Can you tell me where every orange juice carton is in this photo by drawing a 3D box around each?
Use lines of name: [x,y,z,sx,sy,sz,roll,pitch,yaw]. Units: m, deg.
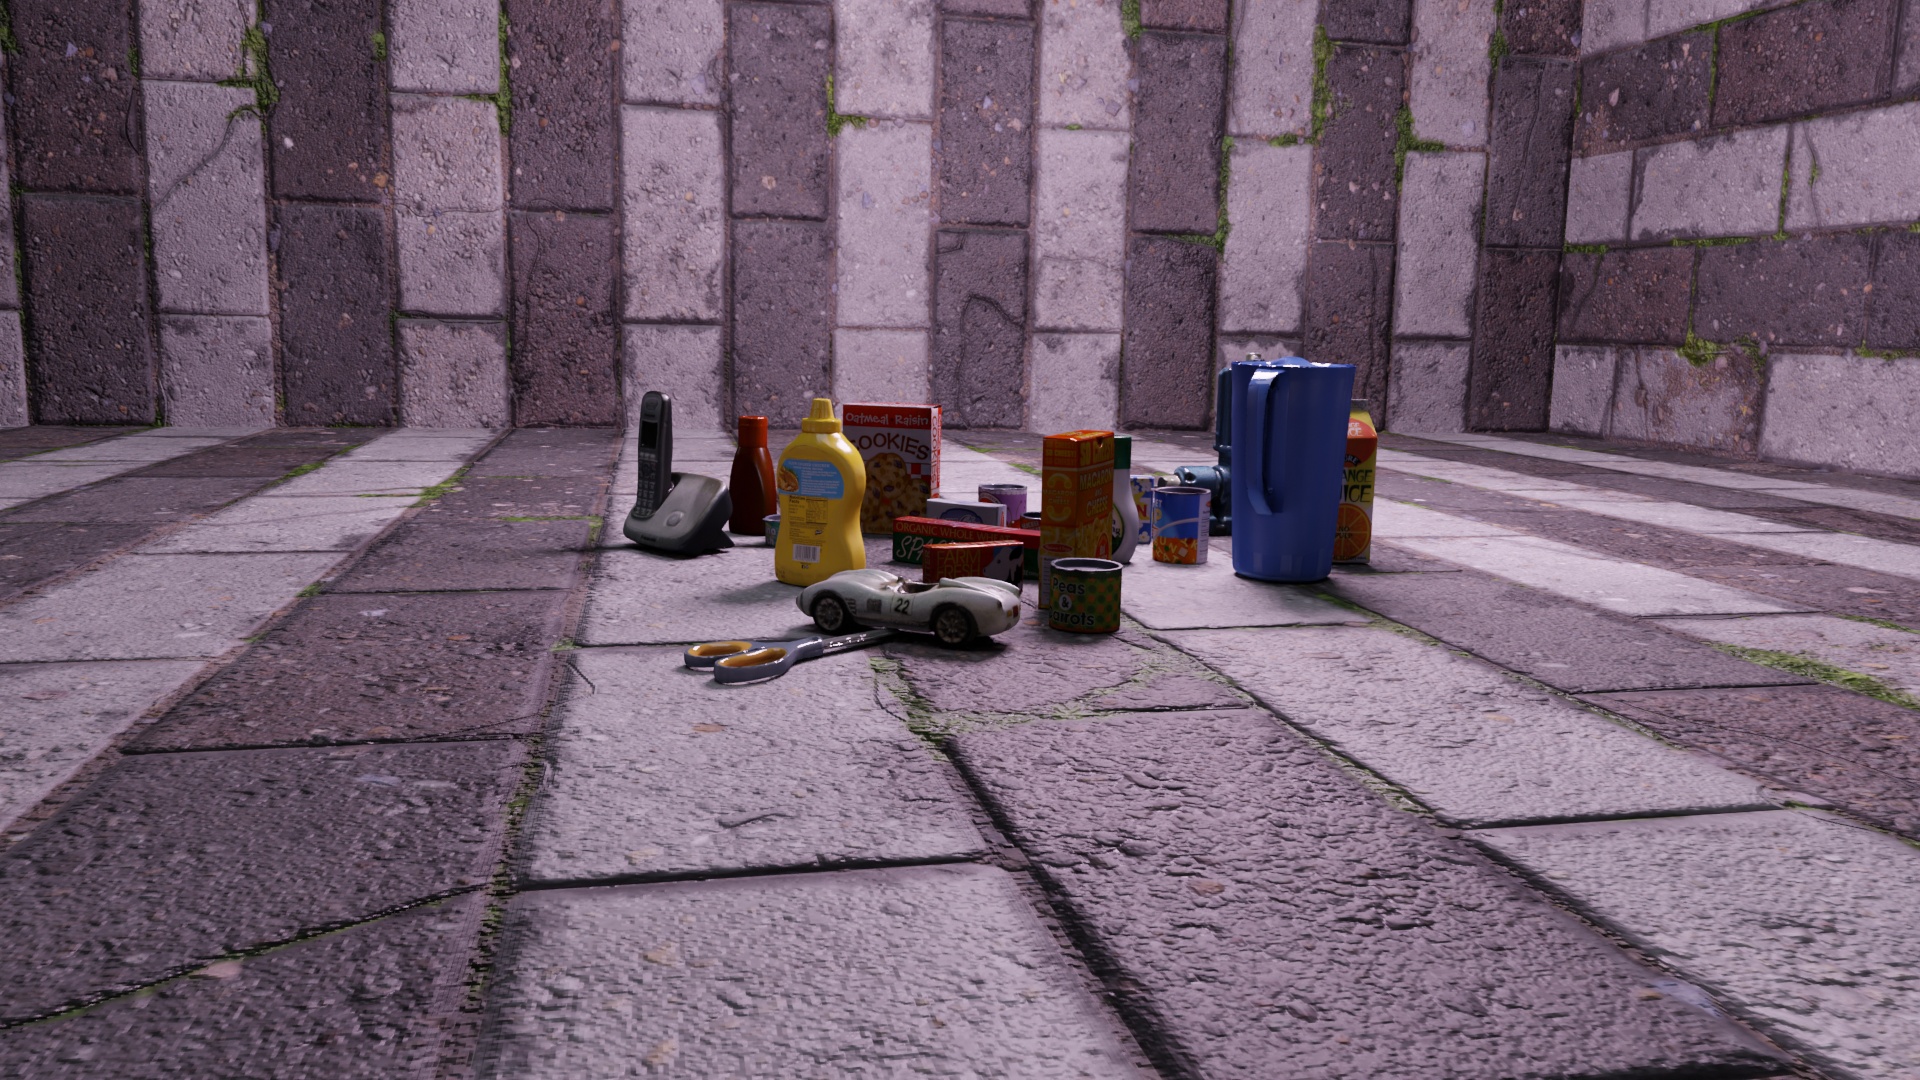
orange juice carton: [0.445,-0.072,1.648,0.072,0.192,0.073,1,8,-5]

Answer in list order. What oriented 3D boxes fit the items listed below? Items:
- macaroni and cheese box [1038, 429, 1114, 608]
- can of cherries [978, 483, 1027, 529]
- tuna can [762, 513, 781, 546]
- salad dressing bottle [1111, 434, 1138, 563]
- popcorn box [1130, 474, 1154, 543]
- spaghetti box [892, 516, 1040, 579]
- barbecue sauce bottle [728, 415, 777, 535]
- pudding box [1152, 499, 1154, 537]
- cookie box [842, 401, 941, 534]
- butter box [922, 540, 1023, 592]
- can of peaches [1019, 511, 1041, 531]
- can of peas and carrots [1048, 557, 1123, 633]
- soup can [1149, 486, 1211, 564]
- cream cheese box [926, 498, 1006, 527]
macaroni and cheese box: [0.117,-0.023,1.376,0.040,0.166,0.124,5,9,22]
can of cherries: [0.054,-0.044,1.844,0.071,0.058,0.071,1,9,0]
tuna can: [-0.207,-0.012,1.688,0.071,0.032,0.071,1,9,0]
salad dressing bottle: [0.177,-0.048,1.605,0.064,0.147,0.044,9,11,41]
popcorn box: [0.181,-0.042,1.767,0.127,0.085,0.038,2,8,6]
spaghetti box: [0.032,0.010,1.529,0.250,0.050,0.029,7,10,32]
barbecue sauce bottle: [-0.263,-0.082,1.755,0.065,0.148,0.044,6,10,30]
pudding box: [0.271,-0.027,1.798,0.083,0.049,0.030,6,10,30]
cookie box: [-0.089,-0.093,1.785,0.123,0.167,0.040,4,9,17]
butter box: [0.013,0.029,1.398,0.104,0.053,0.024,-2,9,-22]
can of peaches: [0.098,-0.001,1.579,0.071,0.058,0.071,1,9,0]
can of peas and carrots: [0.112,0.050,1.260,0.071,0.058,0.071,1,9,0]
soup can: [0.257,-0.019,1.633,0.071,0.083,0.071,1,9,0]
cream cheese box: [0.006,-0.021,1.712,0.104,0.053,0.024,6,10,30]
